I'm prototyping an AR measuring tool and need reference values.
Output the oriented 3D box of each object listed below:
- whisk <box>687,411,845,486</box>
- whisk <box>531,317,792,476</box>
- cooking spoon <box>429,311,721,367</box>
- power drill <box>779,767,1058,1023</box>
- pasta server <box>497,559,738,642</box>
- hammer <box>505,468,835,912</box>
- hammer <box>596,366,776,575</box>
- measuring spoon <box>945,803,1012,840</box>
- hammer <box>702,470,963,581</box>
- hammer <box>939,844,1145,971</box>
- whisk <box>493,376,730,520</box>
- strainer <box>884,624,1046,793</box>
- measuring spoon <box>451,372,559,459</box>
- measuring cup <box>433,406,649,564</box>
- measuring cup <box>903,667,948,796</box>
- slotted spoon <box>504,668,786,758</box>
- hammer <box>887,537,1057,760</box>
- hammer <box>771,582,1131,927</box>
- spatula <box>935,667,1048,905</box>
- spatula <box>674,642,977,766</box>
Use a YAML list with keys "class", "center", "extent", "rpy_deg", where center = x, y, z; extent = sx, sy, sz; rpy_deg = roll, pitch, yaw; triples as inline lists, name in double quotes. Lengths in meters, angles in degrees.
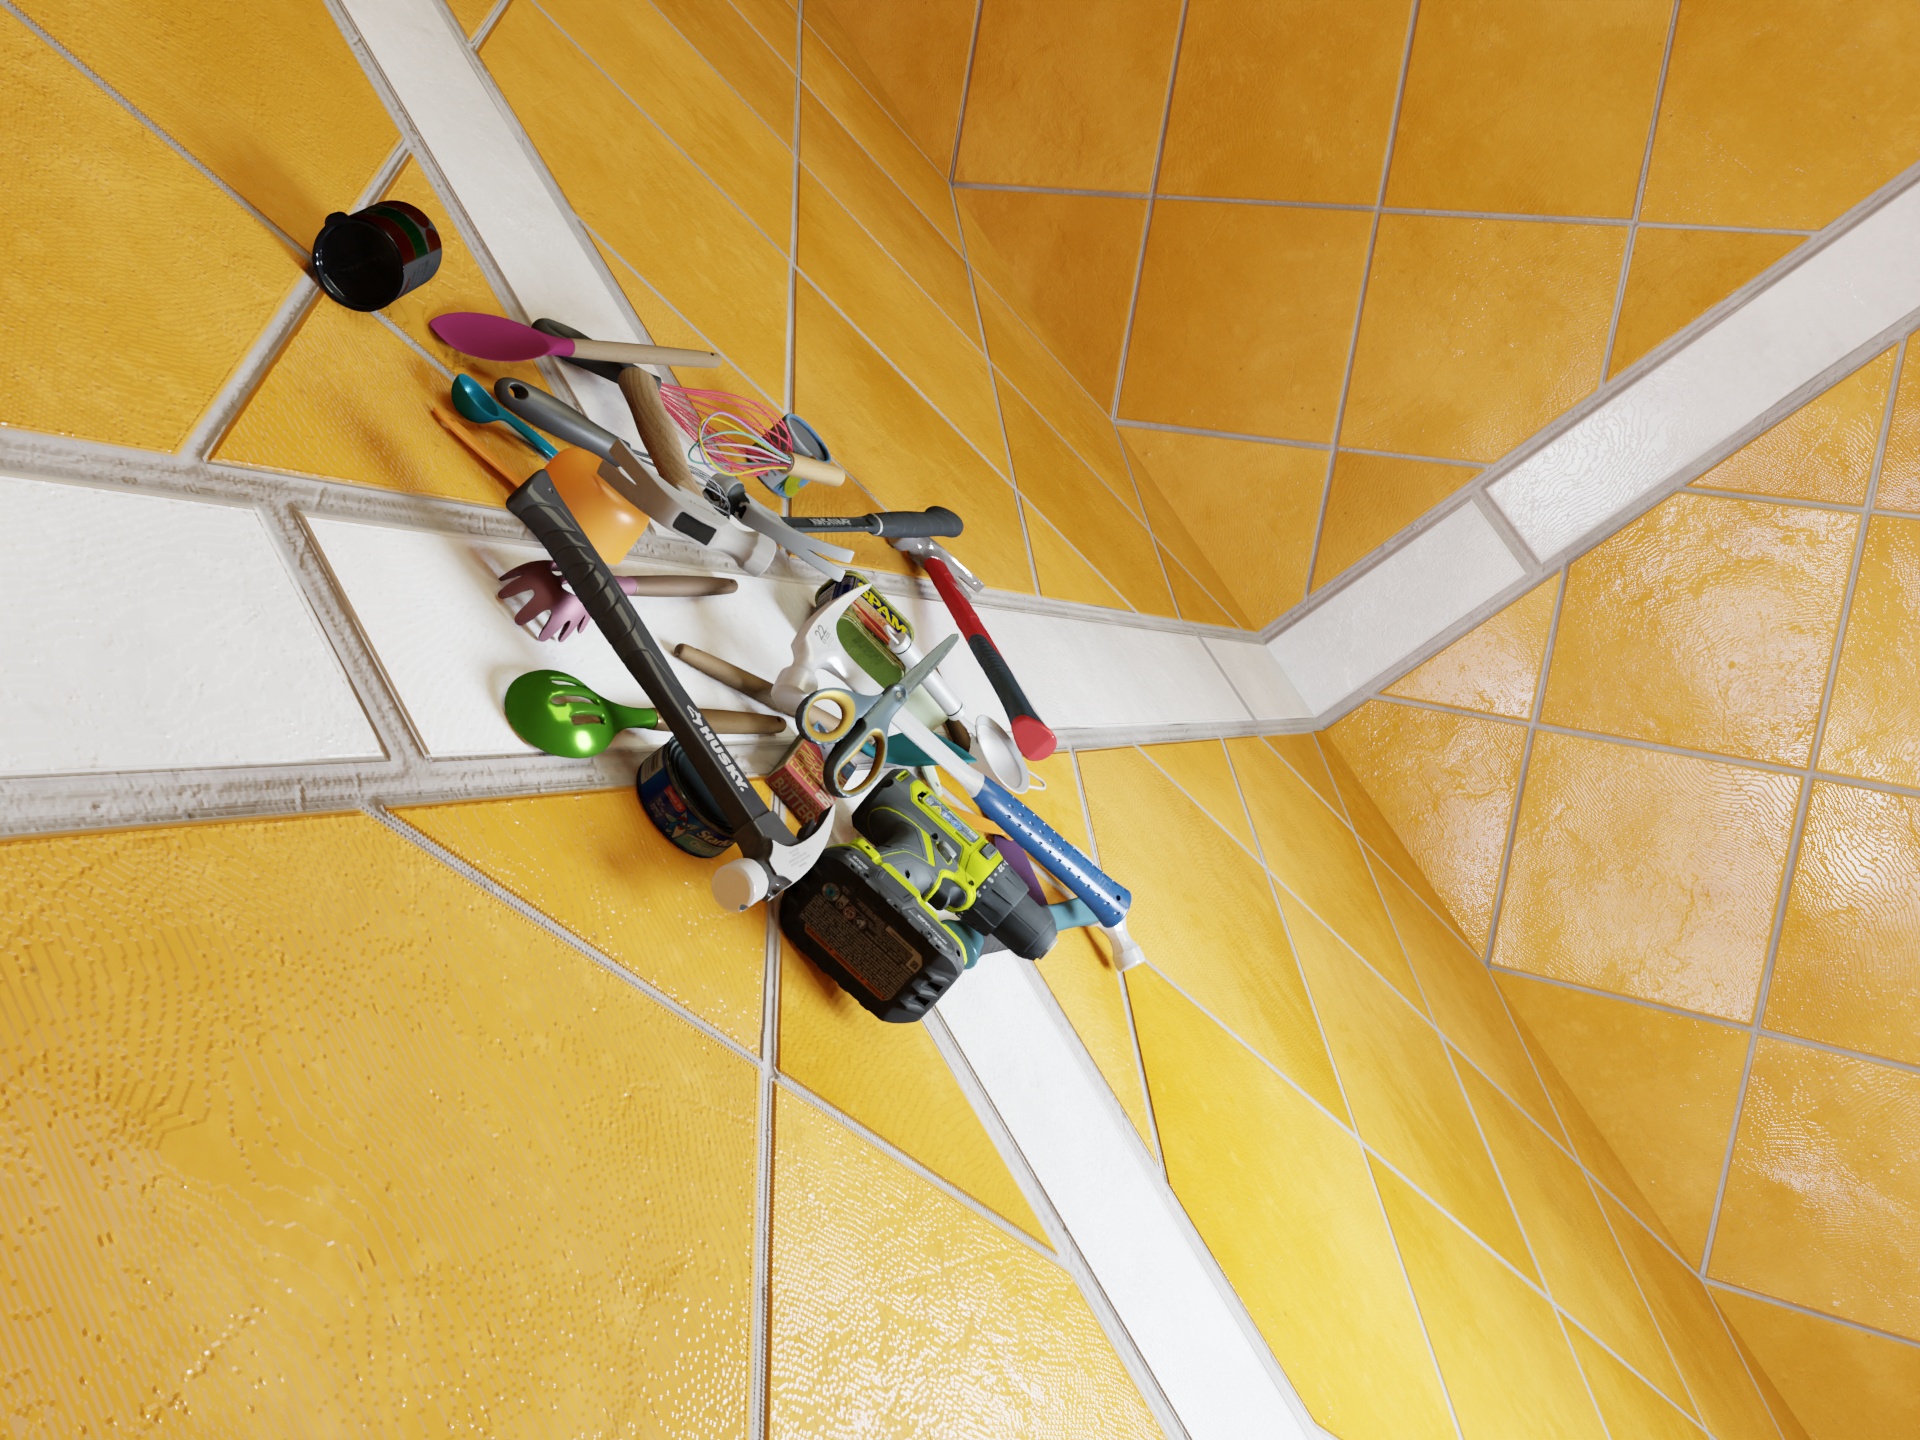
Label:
- class: "whisk"
  center: [-0.175, -0.239, 1.480]
  extent: [0.047, 0.051, 0.245]
  rpy_deg: [50, 19, 17]
- class: "whisk"
  center: [-0.266, -0.297, 1.464]
  extent: [0.295, 0.073, 0.073]
  rpy_deg: [23, 35, -43]
- class: "cooking spoon"
  center: [-0.315, -0.317, 1.359]
  extent: [0.069, 0.017, 0.319]
  rpy_deg: [44, 29, 21]
- class: "power drill"
  center: [-0.024, 0.138, 1.203]
  extent: [0.190, 0.080, 0.228]
  rpy_deg: [42, 21, 5]
- class: "pasta server"
  center: [-0.248, -0.099, 1.225]
  extent: [0.060, 0.040, 0.316]
  rpy_deg: [55, 16, 6]
- class: "hammer"
  center: [-0.203, -0.029, 1.081]
  extent: [0.335, 0.035, 0.146]
  rpy_deg: [56, 23, 4]
- class: "hammer"
  center: [-0.240, -0.219, 1.273]
  extent: [0.130, 0.031, 0.332]
  rpy_deg: [27, 17, -31]
- class: "measuring spoon"
  center: [0.013, 0.091, 1.475]
  extent: [0.116, 0.011, 0.021]
  rpy_deg: [20, 40, -42]
- class: "hammer"
  center: [-0.091, -0.195, 1.593]
  extent: [0.149, 0.036, 0.409]
  rpy_deg: [33, 19, 17]
- class: "hammer"
  center: [0.070, 0.181, 1.423]
  extent: [0.331, 0.033, 0.128]
  rpy_deg: [1, 62, -62]
- class: "whisk"
  center: [-0.283, -0.218, 1.318]
  extent: [0.238, 0.055, 0.055]
  rpy_deg: [28, 31, -39]
- class: "strainer"
  center: [-0.002, -0.005, 1.487]
  extent: [0.258, 0.050, 0.087]
  rpy_deg: [50, 21, -37]
- class: "measuring spoon"
  center: [-0.348, -0.222, 1.226]
  extent: [0.128, 0.021, 0.042]
  rpy_deg: [39, 17, -55]
- class: "measuring cup"
  center: [-0.307, -0.190, 1.185]
  extent: [0.173, 0.052, 0.095]
  rpy_deg: [40, 11, -19]
- class: "measuring cup"
  center: [-0.029, 0.004, 1.506]
  extent: [0.083, 0.038, 0.168]
  rpy_deg: [35, 25, -40]
- class: "slotted spoon"
  center: [-0.210, -0.003, 1.146]
  extent: [0.070, 0.031, 0.313]
  rpy_deg: [59, 20, 15]
- class: "hammer"
  center: [0.029, -0.077, 1.685]
  extent: [0.143, 0.038, 0.387]
  rpy_deg: [38, 16, -39]
- class: "hammer"
  center: [0.009, 0.045, 1.380]
  extent: [0.405, 0.035, 0.144]
  rpy_deg: [42, 47, -25]
- class: "spatula"
  center: [0.020, 0.063, 1.548]
  extent: [0.059, 0.018, 0.316]
  rpy_deg: [21, 38, -51]
- class: "spatula"
  center: [-0.115, -0.012, 1.340]
  extent: [0.317, 0.044, 0.082]
  rpy_deg: [28, 3, -45]
